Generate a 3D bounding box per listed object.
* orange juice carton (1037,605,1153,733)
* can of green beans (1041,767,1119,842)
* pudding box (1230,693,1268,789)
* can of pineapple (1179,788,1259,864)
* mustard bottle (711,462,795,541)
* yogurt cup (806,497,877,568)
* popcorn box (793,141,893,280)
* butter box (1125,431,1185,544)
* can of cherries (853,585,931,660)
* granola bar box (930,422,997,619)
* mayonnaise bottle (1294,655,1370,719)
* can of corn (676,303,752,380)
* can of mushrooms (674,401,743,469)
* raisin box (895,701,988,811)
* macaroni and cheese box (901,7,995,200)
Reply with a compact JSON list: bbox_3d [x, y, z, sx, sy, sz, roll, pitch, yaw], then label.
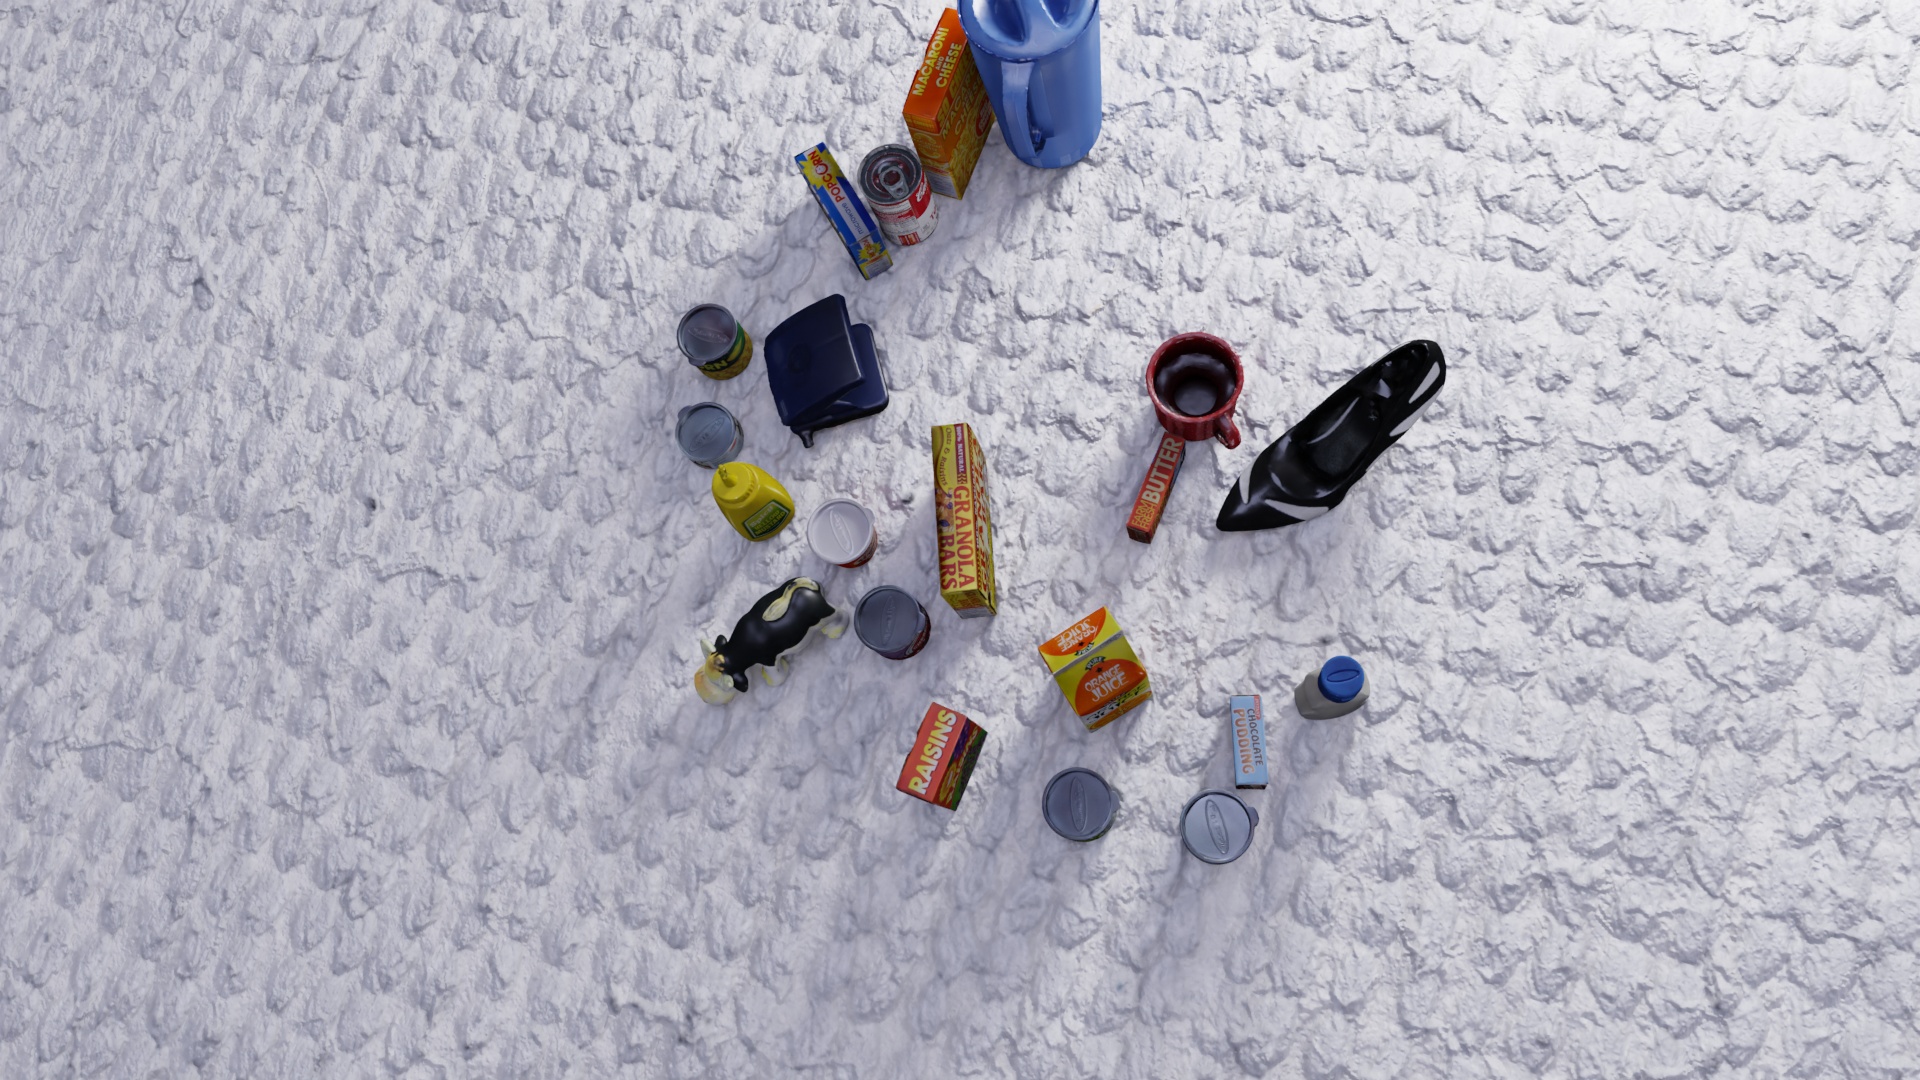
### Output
[{"bbox_3d":[0.122,0.116,1.253,0.072,0.192,0.073,-31,73,1],"label":"orange juice carton"},{"bbox_3d":[0.112,0.246,1.291,0.071,0.057,0.071,-2,75,9],"label":"can of green beans"},{"bbox_3d":[0.267,0.187,1.284,0.030,0.049,0.084,-4,75,9],"label":"pudding box"},{"bbox_3d":[0.235,0.262,1.266,0.071,0.057,0.071,-2,75,9],"label":"can of pineapple"},{"bbox_3d":[-0.211,-0.044,1.369,0.065,0.160,0.049,-39,73,-1],"label":"mustard bottle"},{"bbox_3d":[-0.116,-0.004,1.398,0.072,0.054,0.072,-2,75,9],"label":"yogurt cup"},{"bbox_3d":[-0.123,-0.348,1.473,0.038,0.085,0.127,-31,73,1],"label":"popcorn box"},{"bbox_3d":[0.192,-0.050,1.358,0.024,0.053,0.103,21,80,14],"label":"butter box"},{"bbox_3d":[-0.064,0.083,1.364,0.071,0.058,0.071,-2,75,9],"label":"can of cherries"},{"bbox_3d":[0.005,-0.017,1.344,0.039,0.124,0.166,-6,75,8],"label":"granola bar box"},{"bbox_3d":[0.334,0.131,1.236,0.065,0.148,0.041,-13,74,6],"label":"mayonnaise bottle"},{"bbox_3d":[-0.261,-0.208,1.474,0.071,0.058,0.071,-2,75,9],"label":"can of corn"},{"bbox_3d":[-0.265,-0.111,1.462,0.071,0.033,0.071,-2,75,9],"label":"can of mushrooms"},{"bbox_3d":[-0.016,0.202,1.290,0.040,0.123,0.086,21,80,14],"label":"raisin box"},{"bbox_3d":[-0.008,-0.448,1.437,0.040,0.166,0.124,18,80,14],"label":"macaroni and cheese box"}]
